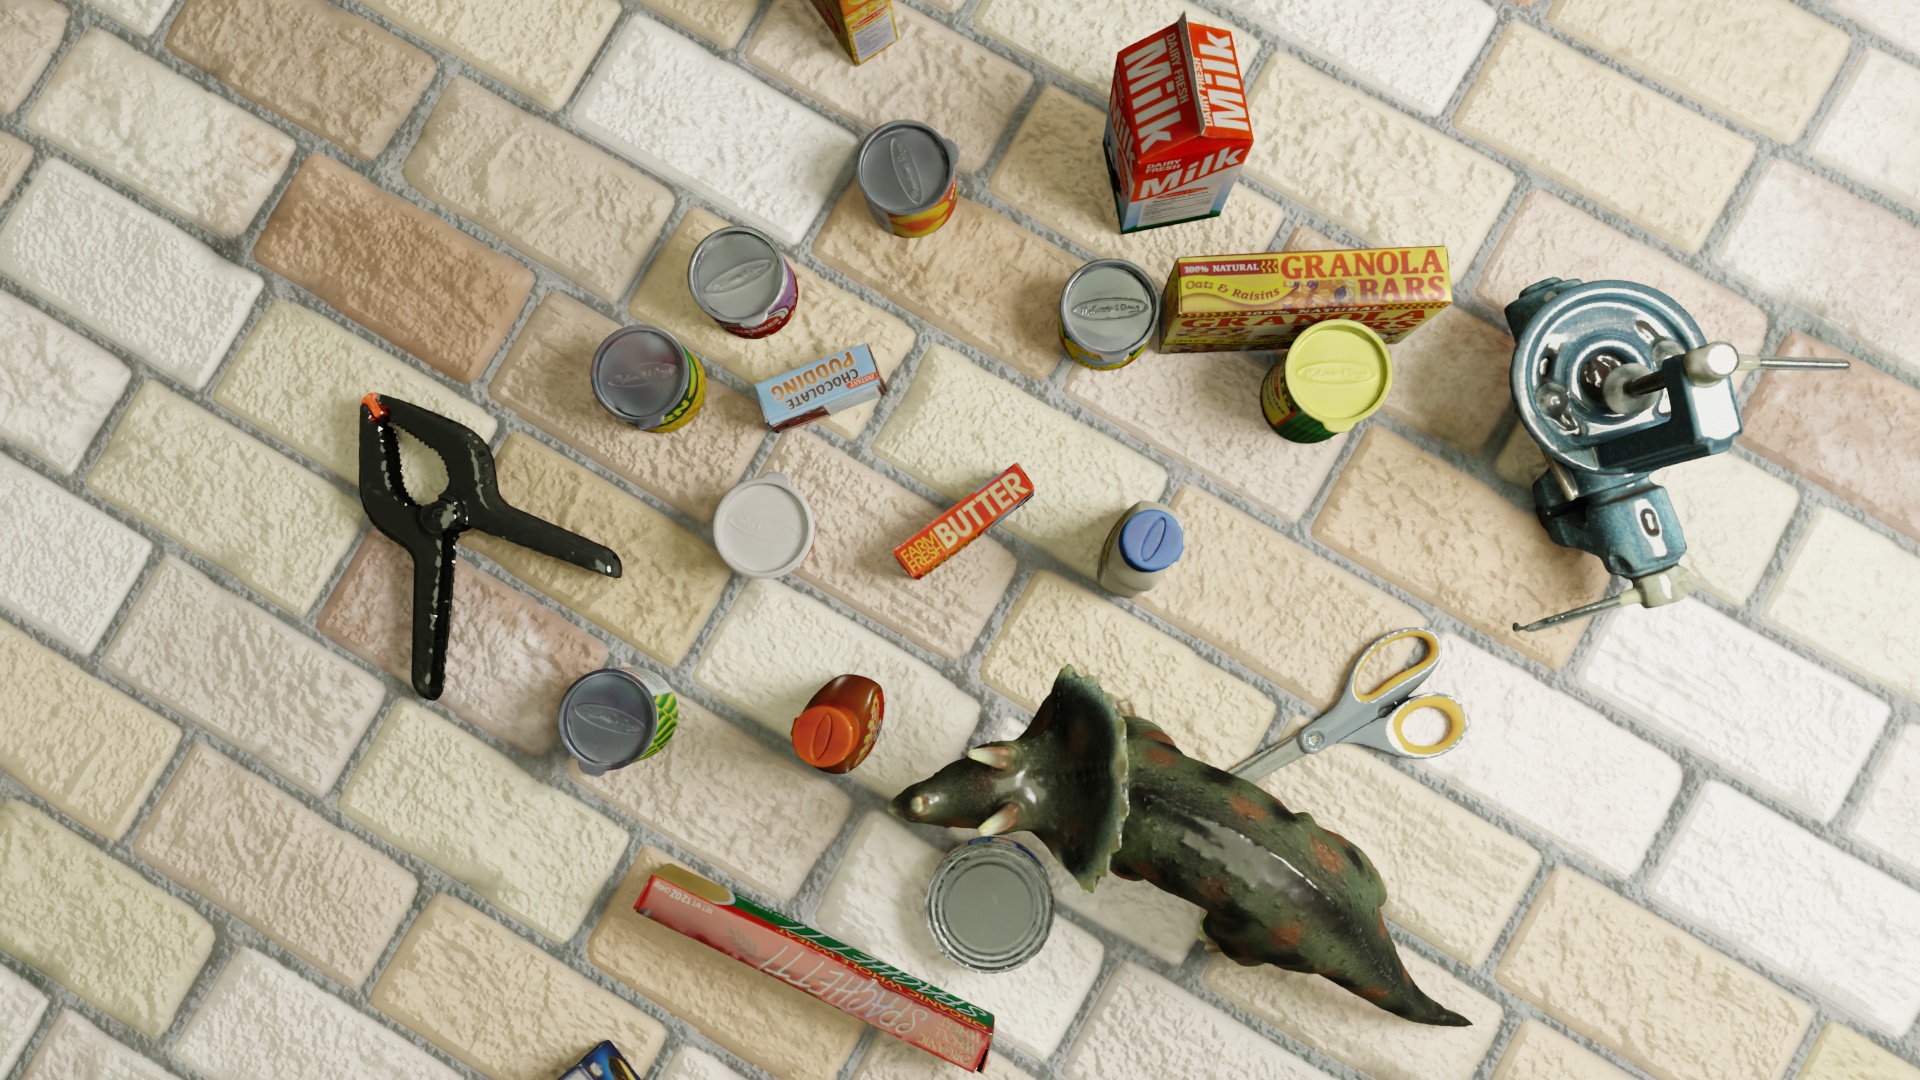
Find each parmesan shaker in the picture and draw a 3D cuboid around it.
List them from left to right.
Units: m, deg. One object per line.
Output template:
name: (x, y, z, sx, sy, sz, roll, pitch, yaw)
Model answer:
parmesan shaker: (0.236, -0.098, 0.908, 0.071, 0.103, 0.071, 0, 86, 2)

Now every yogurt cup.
yogurt cup: (-0.129, -0.007, 0.940, 0.072, 0.054, 0.072, 0, 86, 2)

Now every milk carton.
milk carton: (0.137, -0.261, 0.881, 0.073, 0.190, 0.072, -10, 86, 2)

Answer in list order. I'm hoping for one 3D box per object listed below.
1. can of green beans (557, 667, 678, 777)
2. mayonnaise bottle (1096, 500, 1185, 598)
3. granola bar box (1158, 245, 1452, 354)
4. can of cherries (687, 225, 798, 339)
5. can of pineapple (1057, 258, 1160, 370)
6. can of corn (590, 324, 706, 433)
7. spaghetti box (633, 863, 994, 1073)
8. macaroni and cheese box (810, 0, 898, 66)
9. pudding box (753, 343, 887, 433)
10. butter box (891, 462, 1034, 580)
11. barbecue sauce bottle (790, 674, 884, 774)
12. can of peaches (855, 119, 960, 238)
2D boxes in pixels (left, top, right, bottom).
can of green beans: (-0.229, 0.118, 0.933, 0.071, 0.058, 0.071, 0, 86, 2)
mayonnaise bottle: (0.115, 0.004, 0.882, 0.041, 0.148, 0.065, 25, 88, 4)
granola bar box: (0.217, -0.155, 0.903, 0.166, 0.124, 0.039, -2, 86, 2)
can of cherries: (-0.147, -0.173, 0.952, 0.071, 0.058, 0.071, 0, 86, 2)
can of pineapple: (0.099, -0.150, 0.940, 0.071, 0.058, 0.071, 0, 86, 2)
can of corn: (-0.211, -0.107, 0.949, 0.071, 0.058, 0.071, 0, 86, 2)
spaghetti box: (-0.094, 0.281, 0.918, 0.250, 0.050, 0.028, 24, 87, 4)
macaroni and cheese box: (-0.096, -0.402, 0.913, 0.040, 0.166, 0.124, -35, 85, 0)
pudding box: (-0.095, -0.103, 0.948, 0.084, 0.049, 0.030, -21, 85, 1)
butter box: (0.003, -0.012, 0.936, 0.103, 0.053, 0.024, -36, 85, -1)
barbecue sauce bottle: (-0.078, 0.119, 0.881, 0.044, 0.148, 0.065, 16, 87, 3)
can of peaches: (-0.033, -0.247, 0.953, 0.071, 0.058, 0.071, 0, 86, 2)
